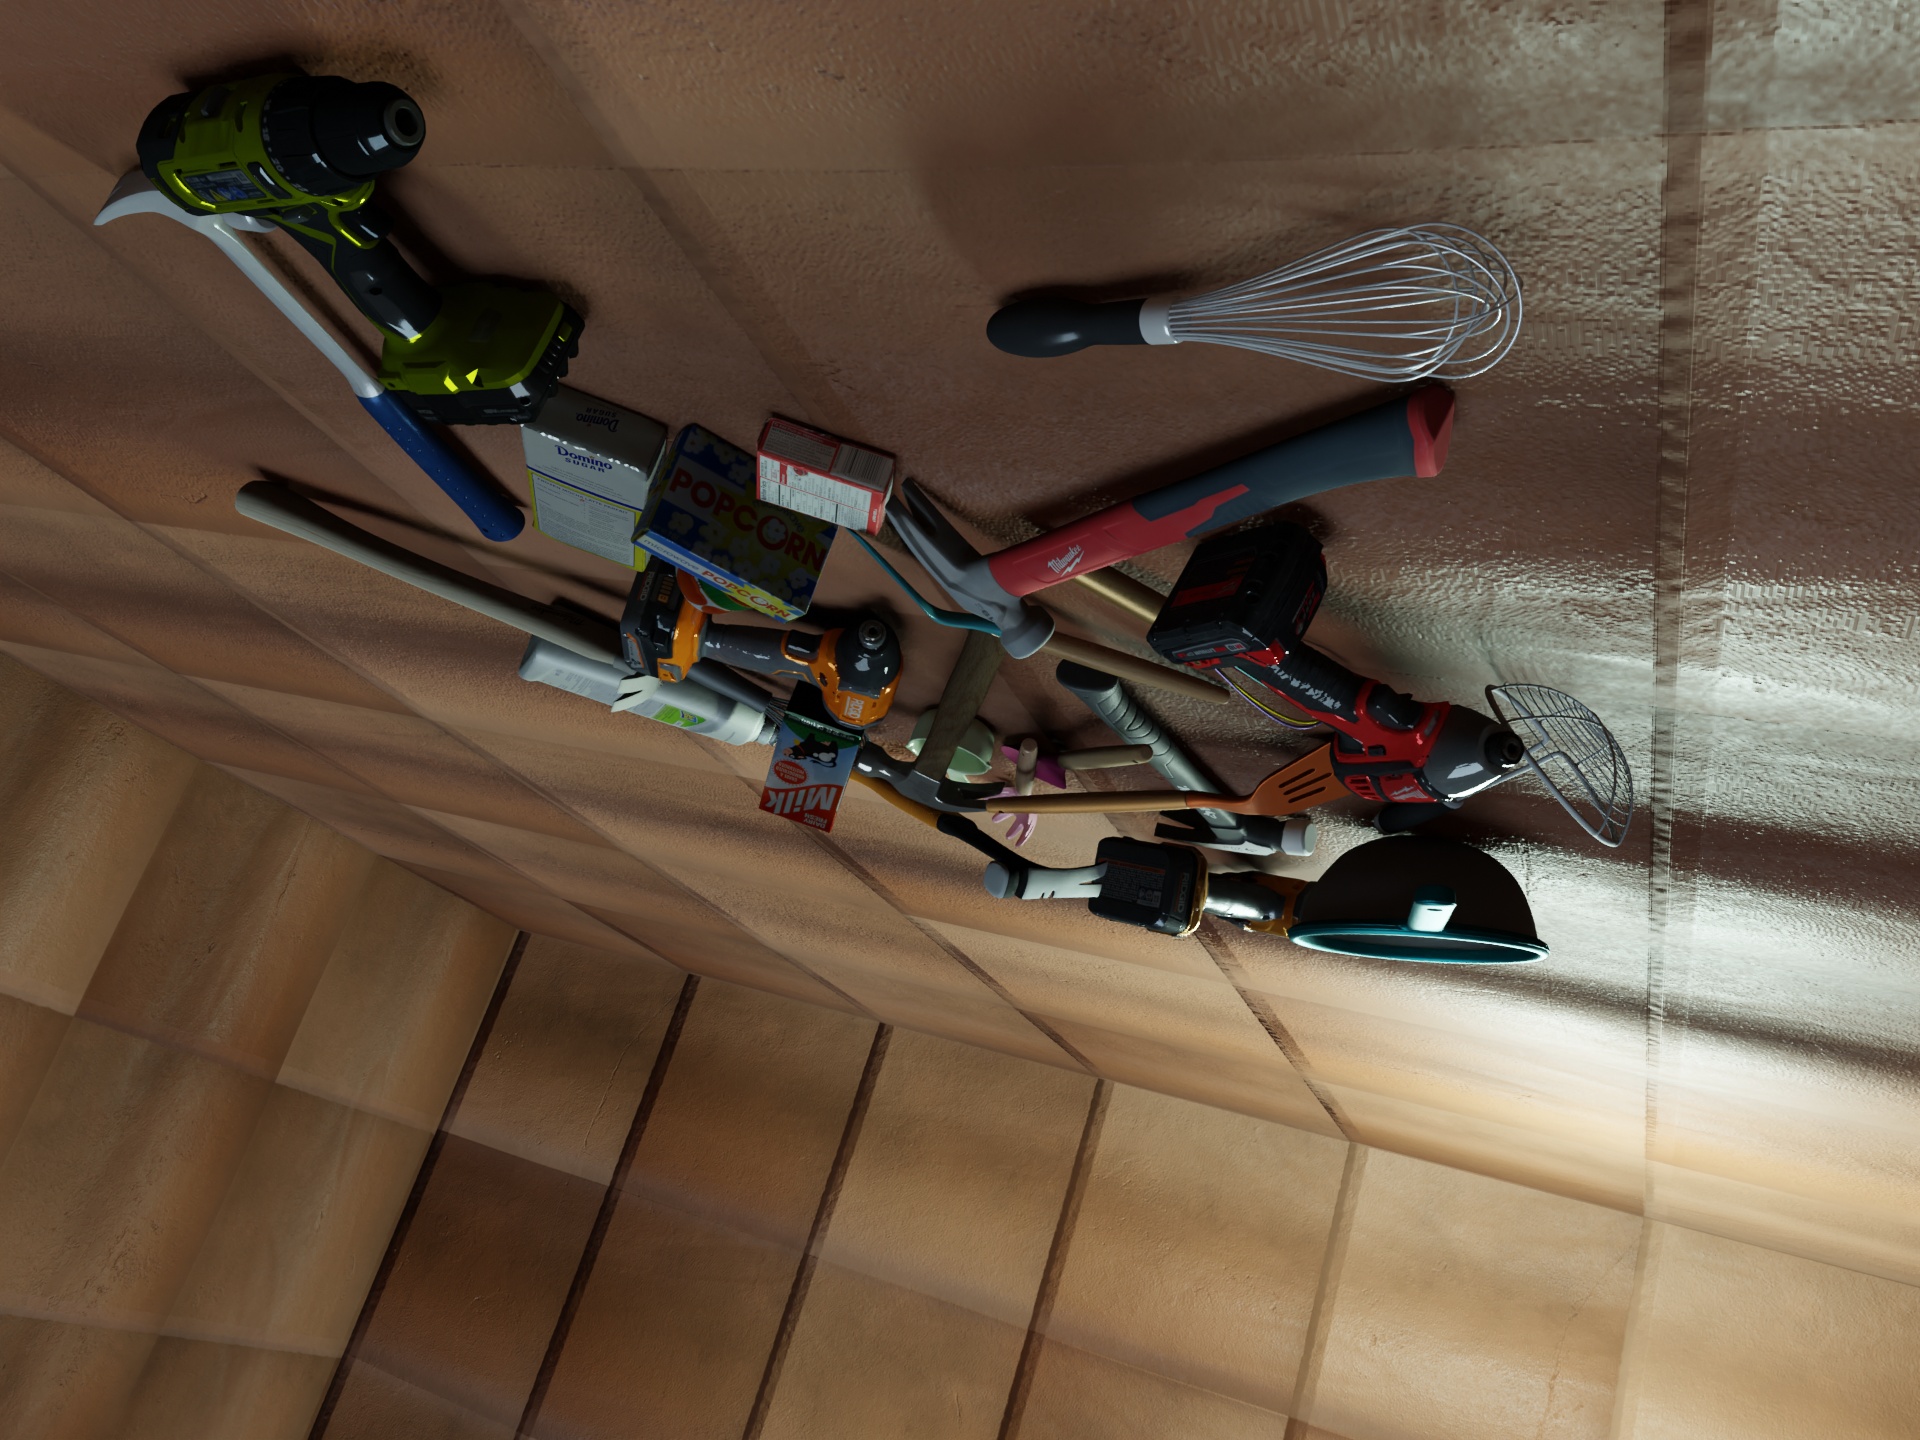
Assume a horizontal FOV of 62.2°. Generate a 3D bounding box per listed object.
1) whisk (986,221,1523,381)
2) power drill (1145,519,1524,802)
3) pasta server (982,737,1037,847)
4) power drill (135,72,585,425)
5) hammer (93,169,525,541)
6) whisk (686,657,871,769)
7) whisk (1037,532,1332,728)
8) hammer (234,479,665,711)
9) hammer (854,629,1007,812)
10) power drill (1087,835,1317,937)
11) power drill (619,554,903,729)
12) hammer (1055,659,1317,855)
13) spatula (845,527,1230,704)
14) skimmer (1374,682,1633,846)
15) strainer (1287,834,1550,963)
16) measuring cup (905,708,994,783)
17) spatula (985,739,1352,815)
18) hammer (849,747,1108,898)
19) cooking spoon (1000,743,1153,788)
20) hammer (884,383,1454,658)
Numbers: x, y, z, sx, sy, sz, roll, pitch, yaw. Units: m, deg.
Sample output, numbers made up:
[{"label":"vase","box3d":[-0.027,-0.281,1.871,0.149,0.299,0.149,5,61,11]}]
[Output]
[{"label":"whisk","box3d":[0.123,-0.188,0.743,0.285,0.070,0.070,8,159,41]},{"label":"power drill","box3d":[0.236,-0.024,0.979,0.219,0.078,0.143,36,164,-19]},{"label":"pasta server","box3d":[0.053,0.062,1.465,0.060,0.040,0.316,50,172,11]},{"label":"power drill","box3d":[-0.320,-0.268,0.900,0.191,0.080,0.228,7,155,32]},{"label":"hammer","box3d":[-0.430,-0.244,1.126,0.144,0.035,0.405,11,160,20]},{"label":"whisk","box3d":[-0.186,-0.018,1.514,0.238,0.055,0.055,29,159,-16]},{"label":"whisk","box3d":[0.158,-0.066,1.077,0.245,0.051,0.047,27,139,-12]},{"label":"hammer","box3d":[-0.449,-0.117,1.400,0.410,0.038,0.146,22,-158,1]},{"label":"hammer","box3d":[-0.002,-0.004,1.319,0.130,0.031,0.331,25,152,-1]},{"label":"power drill","box3d":[0.229,0.165,1.531,0.226,0.084,0.185,12,176,-34]},{"label":"power drill","box3d":[-0.157,-0.066,1.300,0.226,0.084,0.164,16,160,-4]},{"label":"hammer","box3d":[0.171,0.034,1.335,0.146,0.035,0.334,3,155,37]},{"label":"spatula","box3d":[0.059,-0.070,1.151,0.317,0.044,0.082,17,-171,-17]},{"label":"skimmer","box3d":[0.359,0.057,1.141,0.127,0.090,0.363,51,164,5]},{"label":"strainer","box3d":[0.372,0.131,1.282,0.211,0.095,0.340,3,166,13]},{"label":"measuring cup","box3d":[0.001,0.033,1.488,0.083,0.038,0.167,13,162,14]},{"label":"spatula","box3d":[0.166,0.057,1.305,0.323,0.041,0.080,-4,148,30]},{"label":"hammer","box3d":[-0.010,0.091,1.501,0.127,0.034,0.337,4,-165,-38]},{"label":"cooking spoon","box3d":[0.098,0.033,1.349,0.068,0.017,0.319,37,169,-11]},{"label":"hammer","box3d":[0.109,-0.129,0.919,0.143,0.038,0.386,46,148,-20]}]
